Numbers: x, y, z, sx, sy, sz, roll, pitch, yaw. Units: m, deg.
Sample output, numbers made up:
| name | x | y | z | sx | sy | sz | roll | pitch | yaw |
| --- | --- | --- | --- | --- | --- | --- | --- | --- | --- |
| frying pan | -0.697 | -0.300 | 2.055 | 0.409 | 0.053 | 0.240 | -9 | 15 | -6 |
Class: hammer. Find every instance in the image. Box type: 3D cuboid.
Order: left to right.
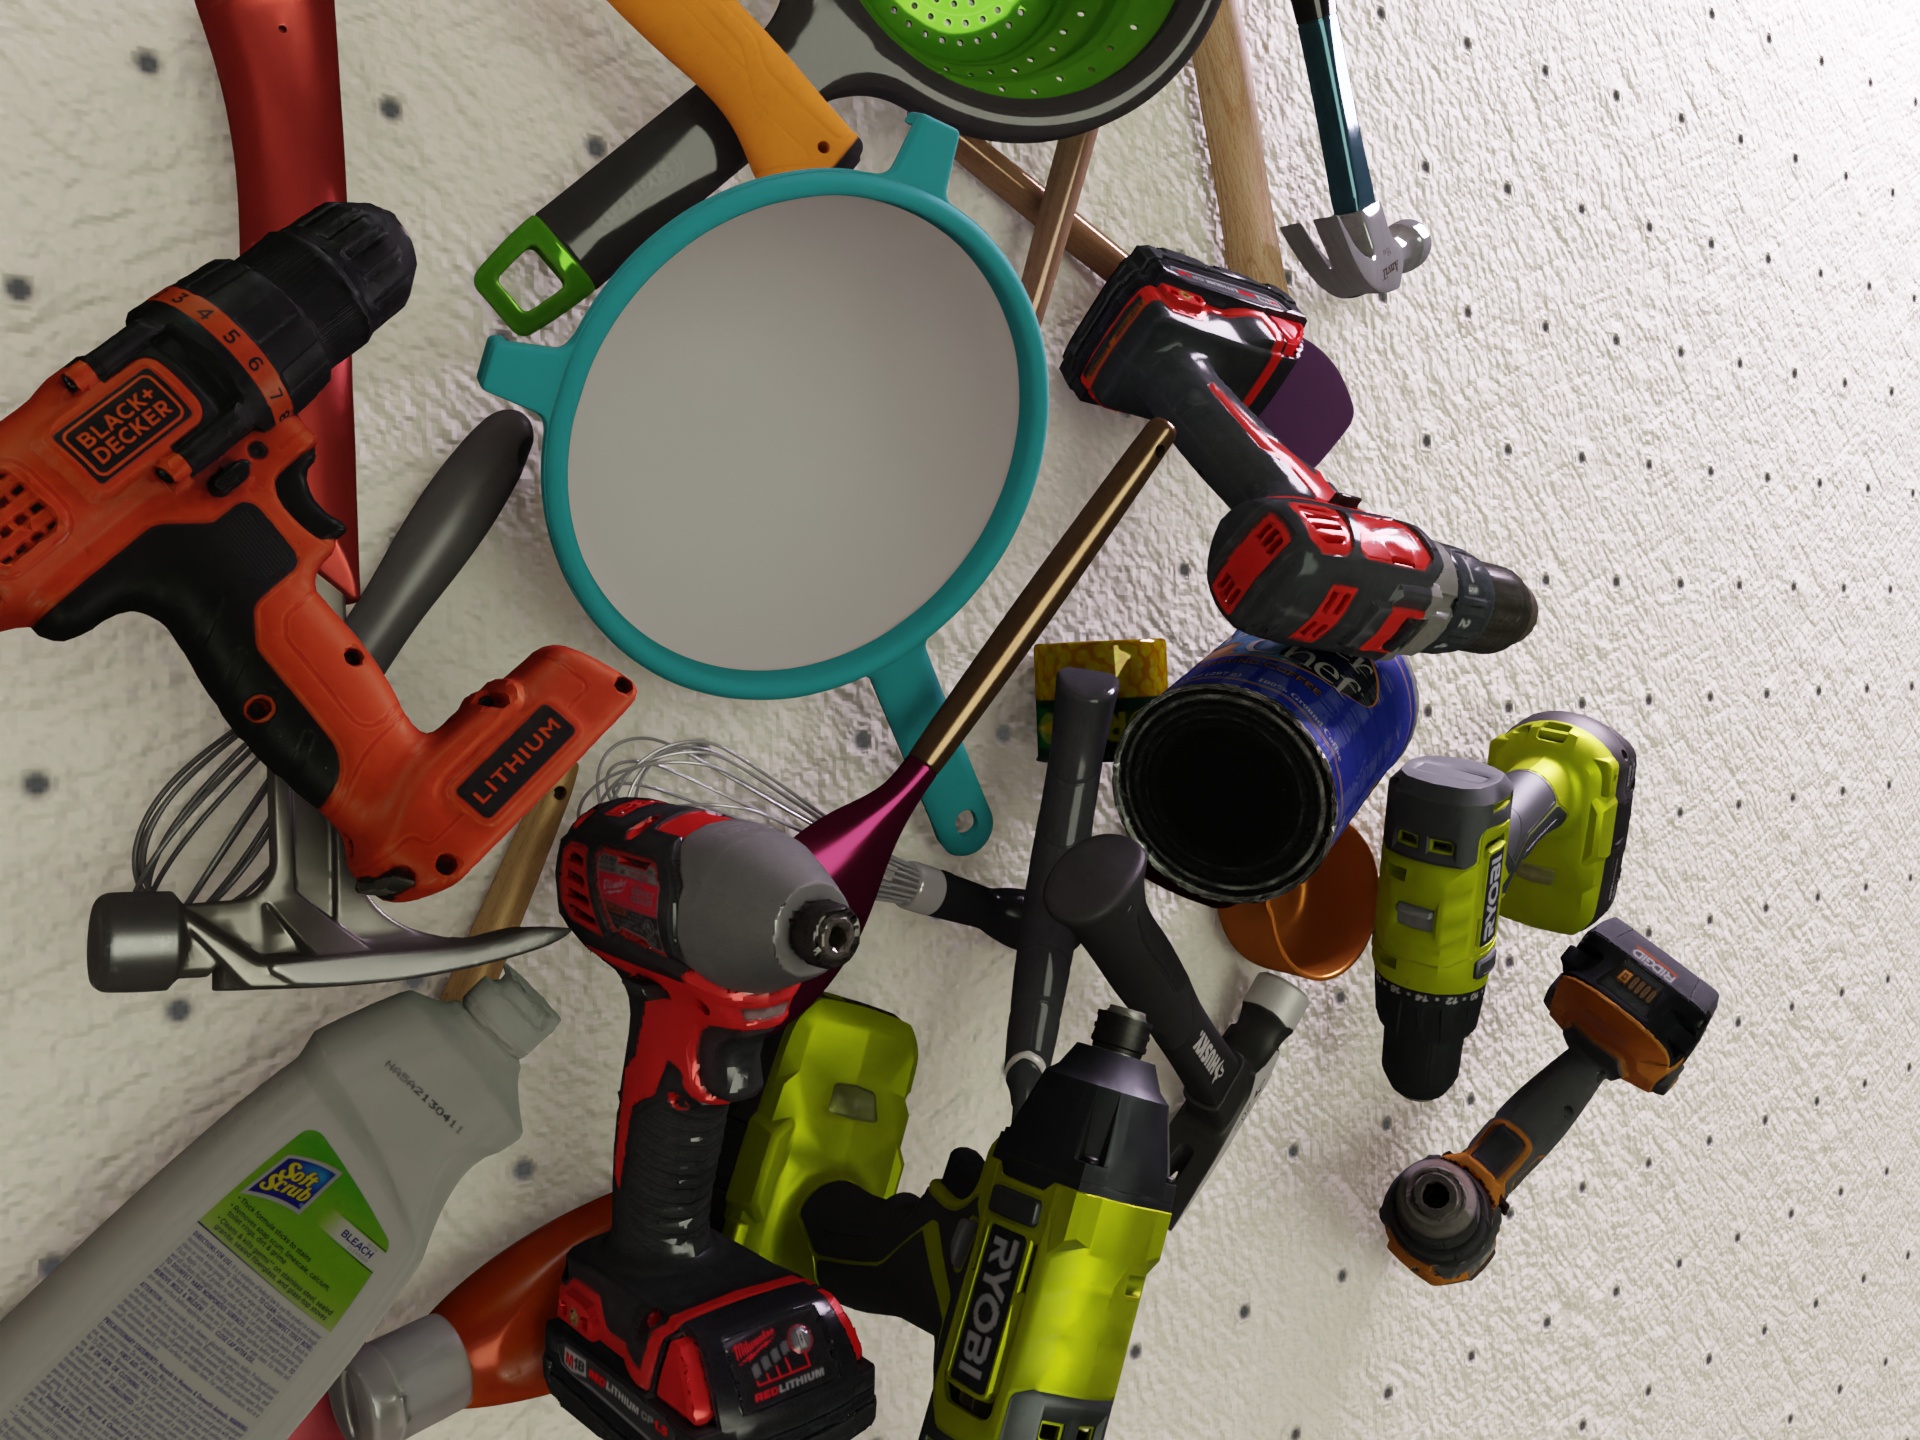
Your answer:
| name | x | y | z | sx | sy | sz | roll | pitch | yaw |
| --- | --- | --- | --- | --- | --- | --- | --- | --- | --- |
| hammer | -0.217 | -0.090 | 0.548 | 0.149 | 0.037 | 0.359 | 1 | 81 | -37 |
| hammer | -0.159 | -0.326 | 0.575 | 0.336 | 0.034 | 0.127 | 43 | 83 | -19 |
| hammer | 0.029 | 0.177 | 0.715 | 0.036 | 0.149 | 0.409 | 8 | 85 | 6 |
| hammer | 0.093 | 0.137 | 0.727 | 0.146 | 0.035 | 0.334 | -56 | 150 | -13 |
| hammer | 0.132 | -0.376 | 0.840 | 0.130 | 0.031 | 0.331 | -18 | 102 | -35 |
| hammer | 0.187 | -0.387 | 0.845 | 0.128 | 0.033 | 0.330 | -40 | 120 | -44 |

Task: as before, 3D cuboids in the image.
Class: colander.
| name | x | y | z | sx | sy | sz | roll | pitch | yaw |
| --- | --- | --- | --- | --- | --- | --- | --- | --- | --- |
| colander | -0.049 | -0.298 | 0.685 | 0.397 | 0.094 | 0.204 | -42 | 108 | -8 |

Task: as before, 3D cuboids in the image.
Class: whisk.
| name | x | y | z | sx | sy | sz | roll | pitch | yaw |
| --- | --- | --- | --- | --- | --- | --- | --- | --- | --- |
| whisk | -0.223 | -0.023 | 0.579 | 0.055 | 0.055 | 0.239 | 40 | 64 | -30 |
| whisk | -0.042 | 0.067 | 0.710 | 0.284 | 0.070 | 0.070 | 22 | 78 | -39 |

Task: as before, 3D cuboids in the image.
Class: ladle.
| name | x | y | z | sx | sy | sz | roll | pitch | yaw |
| --- | --- | --- | --- | --- | --- | --- | --- | --- | --- |
| ladle | -0.210 | 0.159 | 0.605 | 0.069 | 0.031 | 0.315 | 30 | 72 | -34 |

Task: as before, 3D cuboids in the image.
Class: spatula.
| name | x | y | z | sx | sy | sz | roll | pitch | yaw |
| --- | --- | --- | --- | --- | --- | --- | --- | --- | --- |
| spatula | 0.097 | -0.224 | 0.821 | 0.315 | 0.018 | 0.059 | 28 | 107 | -32 |

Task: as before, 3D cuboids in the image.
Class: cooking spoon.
| name | x | y | z | sx | sy | sz | roll | pitch | yaw |
| --- | --- | --- | --- | --- | --- | --- | --- | --- | --- |
| cooking spoon | -0.001 | -0.002 | 0.672 | 0.319 | 0.017 | 0.068 | -55 | 133 | -10 |

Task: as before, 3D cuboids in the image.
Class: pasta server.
| name | x | y | z | sx | sy | sz | roll | pitch | yaw |
| --- | --- | --- | --- | --- | --- | --- | --- | --- | --- |
| pasta server | 0.072 | -0.328 | 0.761 | 0.060 | 0.040 | 0.316 | 17 | 86 | -20 |

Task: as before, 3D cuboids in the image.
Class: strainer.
| name | x | y | z | sx | sy | sz | roll | pitch | yaw |
| --- | --- | --- | --- | --- | --- | --- | --- | --- | --- |
| strainer | -0.058 | -0.076 | 0.680 | 0.211 | 0.095 | 0.340 | -33 | 133 | -13 |

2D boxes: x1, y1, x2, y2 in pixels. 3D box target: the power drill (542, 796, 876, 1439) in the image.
| name | x | y | z | sx | sy | sz | roll | pitch | yaw |
| --- | --- | --- | --- | --- | --- | --- | --- | --- | --- |
| power drill | -0.086 | 0.141 | 0.556 | 0.078 | 0.143 | 0.219 | -4 | 97 | -42 |

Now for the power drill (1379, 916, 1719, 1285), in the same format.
| name | x | y | z | sx | sy | sz | roll | pitch | yaw |
| --- | --- | --- | --- | --- | --- | --- | --- | --- | --- |
| power drill | 0.323 | 0.220 | 0.896 | 0.226 | 0.084 | 0.185 | -46 | 151 | -5 |

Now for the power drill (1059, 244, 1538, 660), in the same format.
| name | x | y | z | sx | sy | sz | roll | pitch | yaw |
| --- | --- | --- | --- | --- | --- | --- | --- | --- | --- |
| power drill | 0.164 | -0.117 | 0.758 | 0.187 | 0.080 | 0.227 | 5 | 44 | -36 |

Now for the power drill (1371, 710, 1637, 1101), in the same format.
| name | x | y | z | sx | sy | sz | roll | pitch | yaw |
| --- | --- | --- | --- | --- | --- | --- | --- | --- | --- |
| power drill | 0.307 | 0.098 | 0.917 | 0.228 | 0.080 | 0.190 | -20 | 117 | -47 |

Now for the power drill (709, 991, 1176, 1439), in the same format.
| name | x | y | z | sx | sy | sz | roll | pitch | yaw |
| --- | --- | --- | --- | --- | --- | --- | --- | --- | --- |
| power drill | -0.012 | 0.183 | 0.627 | 0.080 | 0.223 | 0.171 | 24 | 77 | -35 |

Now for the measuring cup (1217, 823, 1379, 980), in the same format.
| name | x | y | z | sx | sy | sz | roll | pitch | yaw |
| --- | --- | --- | --- | --- | --- | --- | --- | --- | --- |
| measuring cup | 0.184 | 0.054 | 0.877 | 0.095 | 0.052 | 0.173 | 2 | 88 | -36 |
